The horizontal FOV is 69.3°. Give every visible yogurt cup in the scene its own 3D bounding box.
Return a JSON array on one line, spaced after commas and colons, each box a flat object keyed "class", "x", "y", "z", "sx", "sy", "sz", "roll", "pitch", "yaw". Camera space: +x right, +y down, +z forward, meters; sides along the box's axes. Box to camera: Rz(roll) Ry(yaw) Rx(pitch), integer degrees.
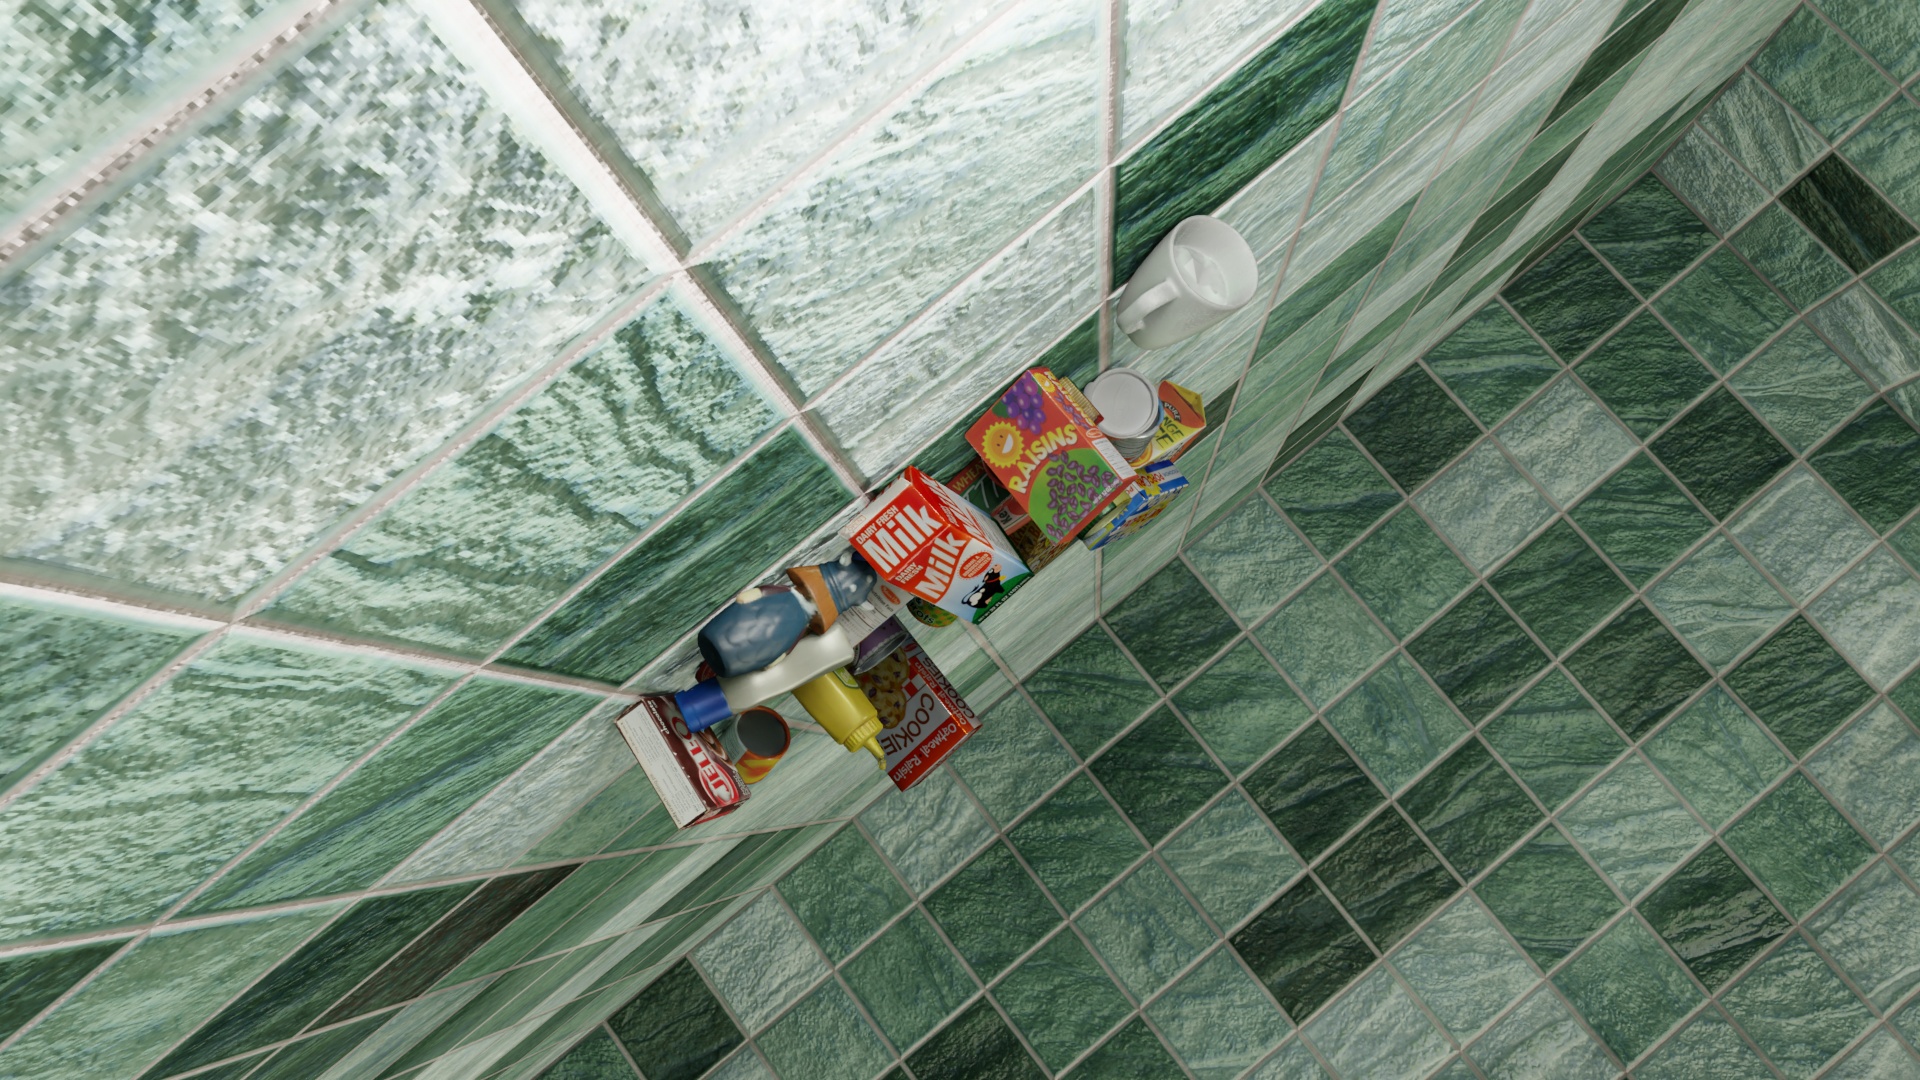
[{"class": "yogurt cup", "x": 0.152, "y": -0.128, "z": 1.334, "sx": 0.072, "sy": 0.072, "sz": 0.054, "roll": -38, "pitch": 177, "yaw": -6}]

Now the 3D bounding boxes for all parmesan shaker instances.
[{"class": "parmesan shaker", "x": 0.109, "y": -0.058, "z": 1.363, "sx": 0.071, "sy": 0.103, "sz": 0.071, "roll": -37, "pitch": 169, "yaw": -9}]

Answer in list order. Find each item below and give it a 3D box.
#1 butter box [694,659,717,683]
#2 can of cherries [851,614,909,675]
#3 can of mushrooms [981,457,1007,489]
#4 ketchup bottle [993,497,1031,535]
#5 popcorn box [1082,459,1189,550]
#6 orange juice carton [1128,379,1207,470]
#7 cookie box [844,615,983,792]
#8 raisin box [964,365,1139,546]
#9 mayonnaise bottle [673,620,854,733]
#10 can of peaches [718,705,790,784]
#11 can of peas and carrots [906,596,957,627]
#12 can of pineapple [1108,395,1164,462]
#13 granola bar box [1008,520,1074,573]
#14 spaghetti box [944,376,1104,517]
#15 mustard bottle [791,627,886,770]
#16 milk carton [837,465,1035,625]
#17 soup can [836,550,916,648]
[{"class": "butter box", "x": -0.182, "y": 0.094, "z": 1.223, "sx": 0.104, "sy": 0.024, "sz": 0.053, "roll": -29, "pitch": 166, "yaw": -41}, {"class": "can of cherries", "x": -0.097, "y": 0.093, "z": 1.410, "sx": 0.071, "sy": 0.058, "sz": 0.071, "roll": -38, "pitch": 170, "yaw": -8}, {"class": "can of mushrooms", "x": 0.052, "y": -0.074, "z": 1.204, "sx": 0.071, "sy": 0.071, "sz": 0.033, "roll": -44, "pitch": 167, "yaw": 23}, {"class": "ketchup bottle", "x": 0.005, "y": -0.016, "z": 1.307, "sx": 0.148, "sy": 0.064, "sz": 0.044, "roll": -34, "pitch": -172, "yaw": 19}, {"class": "popcorn box", "x": 0.177, "y": -0.038, "z": 1.446, "sx": 0.085, "sy": 0.038, "sz": 0.127, "roll": -44, "pitch": 167, "yaw": 29}, {"class": "orange juice carton", "x": 0.196, "y": -0.112, "z": 1.510, "sx": 0.193, "sy": 0.073, "sz": 0.071, "roll": -31, "pitch": 166, "yaw": -37}, {"class": "cookie box", "x": -0.070, "y": 0.180, "z": 1.555, "sx": 0.122, "sy": 0.167, "sz": 0.040, "roll": -46, "pitch": 168, "yaw": 30}, {"class": "raisin box", "x": 0.074, "y": -0.070, "z": 1.146, "sx": 0.085, "sy": 0.123, "sz": 0.040, "roll": -45, "pitch": 167, "yaw": 28}, {"class": "mayonnaise bottle", "x": -0.164, "y": 0.113, "z": 1.159, "sx": 0.148, "sy": 0.041, "sz": 0.064, "roll": -24, "pitch": -178, "yaw": -14}, {"class": "can of peaches", "x": -0.219, "y": 0.217, "z": 1.476, "sx": 0.071, "sy": 0.071, "sz": 0.057, "roll": -28, "pitch": 163, "yaw": -46}, {"class": "can of peas and carrots", "x": -0.021, "y": 0.052, "z": 1.474, "sx": 0.071, "sy": 0.071, "sz": 0.058, "roll": -30, "pitch": 166, "yaw": -39}, {"class": "can of pineapple", "x": 0.165, "y": -0.121, "z": 1.401, "sx": 0.071, "sy": 0.071, "sz": 0.057, "roll": -34, "pitch": 167, "yaw": -24}, {"class": "granola bar box", "x": 0.104, "y": -0.026, "z": 1.568, "sx": 0.125, "sy": 0.039, "sz": 0.164, "roll": -37, "pitch": 163, "yaw": -36}, {"class": "spaghetti box", "x": 0.021, "y": -0.047, "z": 1.256, "sx": 0.249, "sy": 0.050, "sz": 0.029, "roll": -42, "pitch": 167, "yaw": 14}, {"class": "mustard bottle", "x": -0.117, "y": 0.148, "z": 1.294, "sx": 0.049, "sy": 0.160, "sz": 0.065, "roll": -42, "pitch": 170, "yaw": 8}, {"class": "milk carton", "x": -0.023, "y": 0.001, "z": 1.159, "sx": 0.072, "sy": 0.074, "sz": 0.190, "roll": -41, "pitch": 147, "yaw": 12}, {"class": "soup can", "x": -0.092, "y": 0.048, "z": 1.236, "sx": 0.084, "sy": 0.071, "sz": 0.071, "roll": -39, "pitch": 169, "yaw": 5}]
